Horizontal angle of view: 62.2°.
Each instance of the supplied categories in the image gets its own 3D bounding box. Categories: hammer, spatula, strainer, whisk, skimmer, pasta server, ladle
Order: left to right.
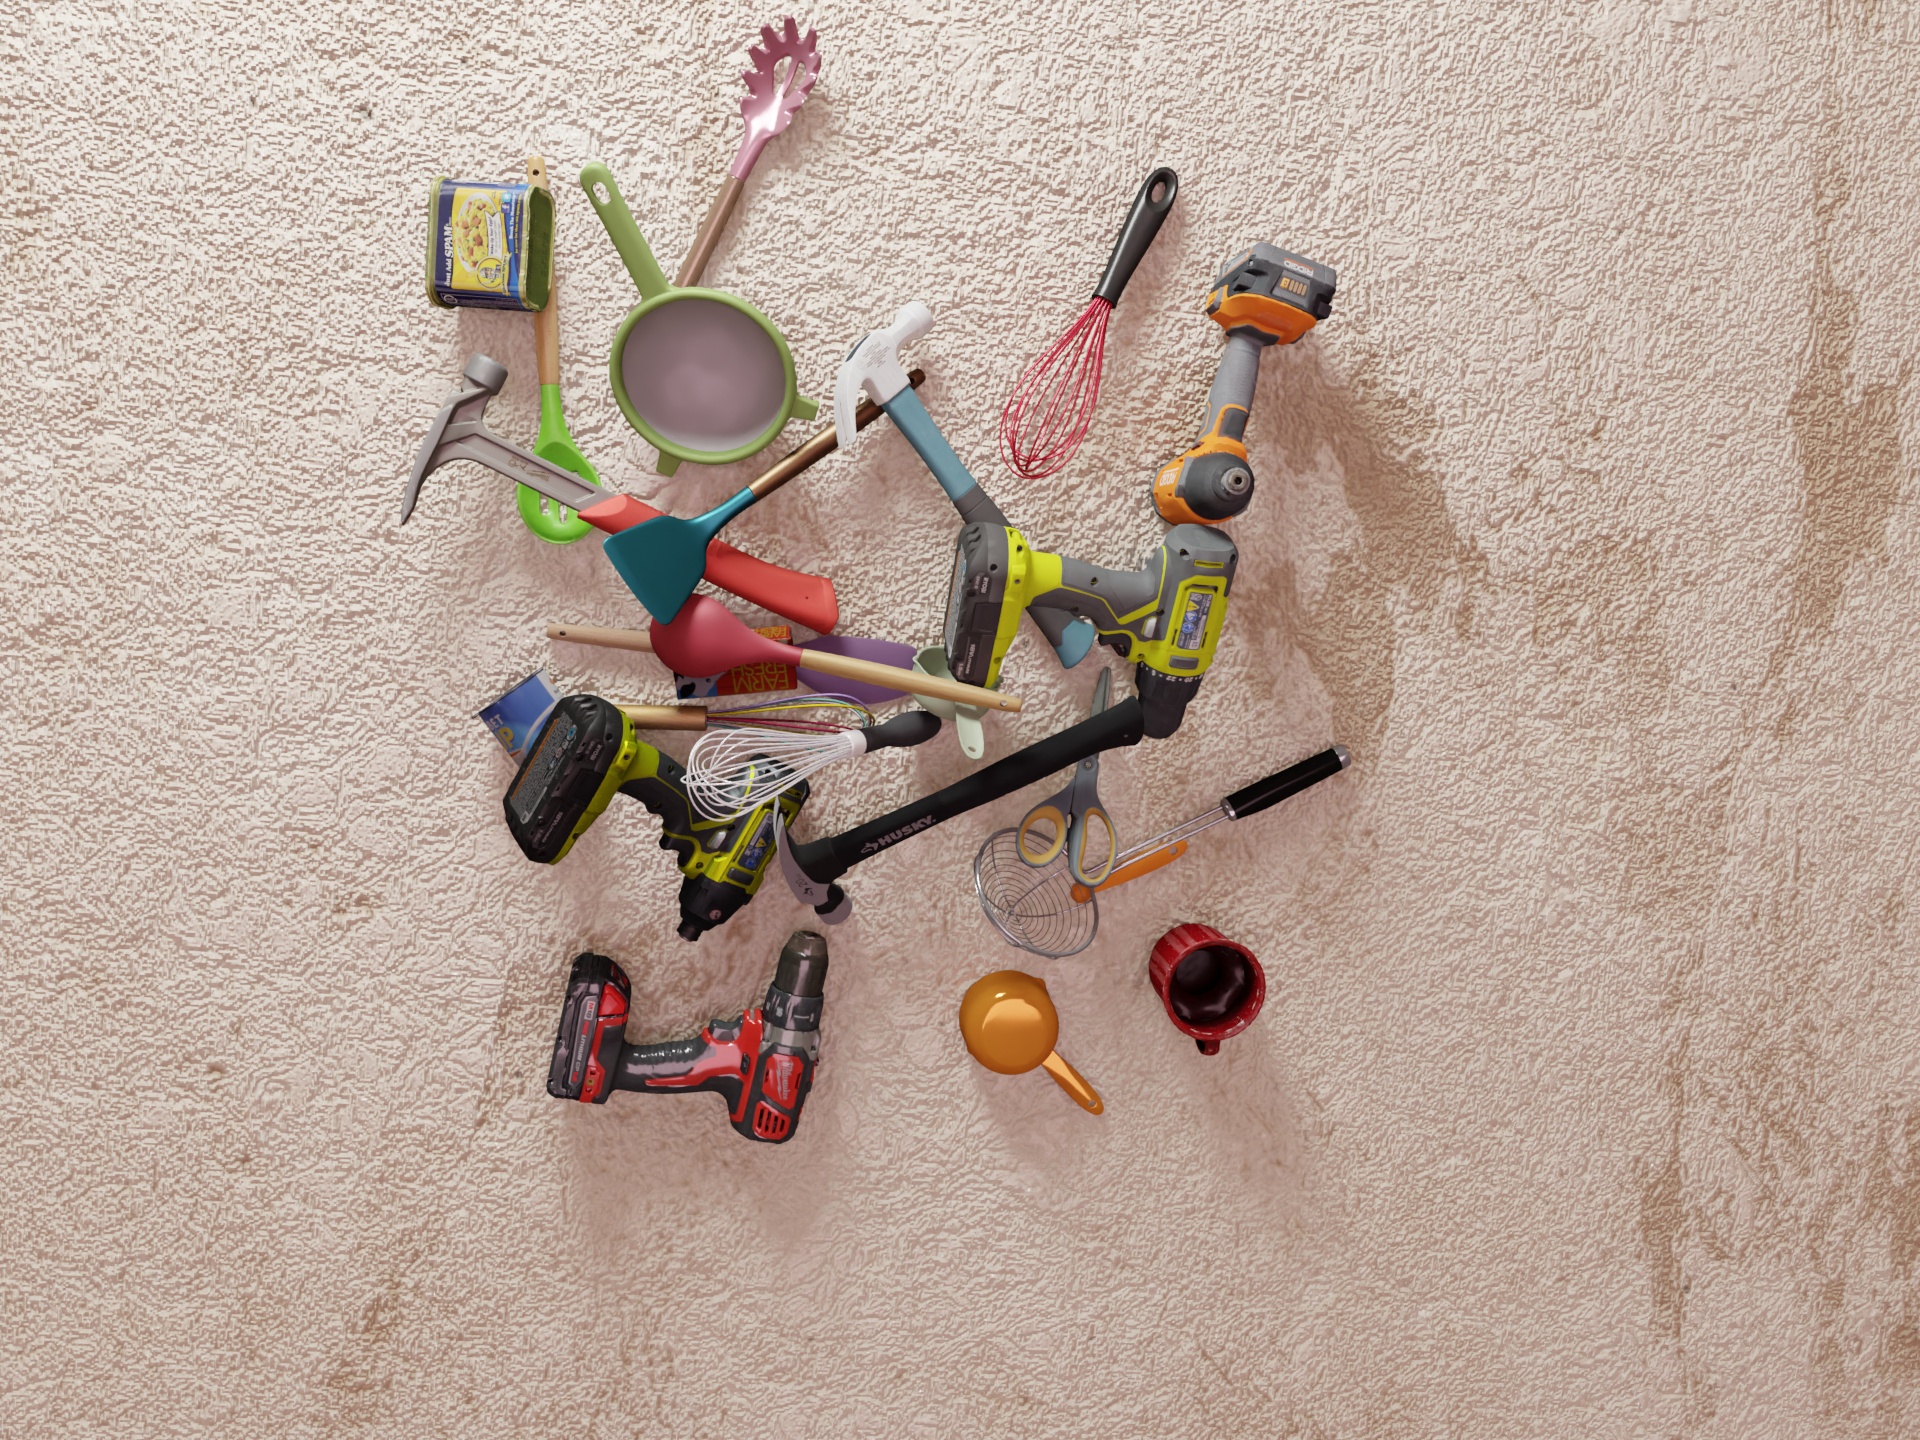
[{"bbox_3d":[-0.267,-0.152,1.310,0.359,0.037,0.149,26,86,-17],"label":"hammer"},{"bbox_3d":[-0.227,-0.331,1.274,0.151,0.069,0.256,-19,120,15],"label":"strainer"},{"bbox_3d":[-0.198,-0.422,1.306,0.060,0.040,0.316,28,95,2],"label":"pasta server"},{"bbox_3d":[-0.196,0.002,1.365,0.245,0.047,0.051,1,86,-3],"label":"whisk"},{"bbox_3d":[-0.194,-0.056,1.366,0.316,0.018,0.059,7,105,-9],"label":"spatula"},{"bbox_3d":[-0.148,-0.200,1.305,0.317,0.044,0.082,-39,103,-16],"label":"spatula"},{"bbox_3d":[-0.112,0.026,1.296,0.284,0.070,0.070,-14,103,-48],"label":"whisk"},{"bbox_3d":[-0.104,-0.044,1.297,0.315,0.031,0.069,12,98,3],"label":"ladle"},{"bbox_3d":[0.000,0.061,1.337,0.335,0.035,0.146,-25,135,6],"label":"hammer"},{"bbox_3d":[0.012,-0.184,1.352,0.128,0.033,0.330,-43,107,-20],"label":"hammer"},{"bbox_3d":[0.114,-0.338,1.350,0.073,0.073,0.296,27,87,-10],"label":"whisk"},{"bbox_3d":[0.185,0.096,1.400,0.363,0.090,0.127,-25,68,-6],"label":"skimmer"}]

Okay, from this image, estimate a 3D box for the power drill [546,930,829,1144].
[{"bbox_3d":[-0.229,0.259,1.378,0.226,0.080,0.188,13,96,-12],"label":"power drill"}]

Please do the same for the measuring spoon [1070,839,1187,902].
[{"bbox_3d":[0.154,0.136,1.441,0.117,0.011,0.021,-24,100,-3],"label":"measuring spoon"}]

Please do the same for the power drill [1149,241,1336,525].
[{"bbox_3d":[0.233,-0.271,1.319,0.084,0.164,0.226,18,93,-9],"label":"power drill"}]

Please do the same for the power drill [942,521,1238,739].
[{"bbox_3d":[0.105,-0.075,1.328,0.228,0.080,0.190,5,121,-10],"label":"power drill"}]

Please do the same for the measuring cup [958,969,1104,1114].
[{"bbox_3d":[0.074,0.303,1.432,0.095,0.052,0.173,-44,99,0],"label":"measuring cup"}]

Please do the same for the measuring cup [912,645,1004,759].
[{"bbox_3d":[-0.002,-0.004,1.328,0.083,0.168,0.038,12,121,-15],"label":"measuring cup"}]

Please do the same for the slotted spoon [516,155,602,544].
[{"bbox_3d":[-0.338,-0.302,1.310,0.070,0.031,0.313,-3,96,-8],"label":"slotted spoon"}]

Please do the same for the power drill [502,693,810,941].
[{"bbox_3d":[-0.253,0.084,1.315,0.223,0.080,0.171,27,95,-37],"label":"power drill"}]
